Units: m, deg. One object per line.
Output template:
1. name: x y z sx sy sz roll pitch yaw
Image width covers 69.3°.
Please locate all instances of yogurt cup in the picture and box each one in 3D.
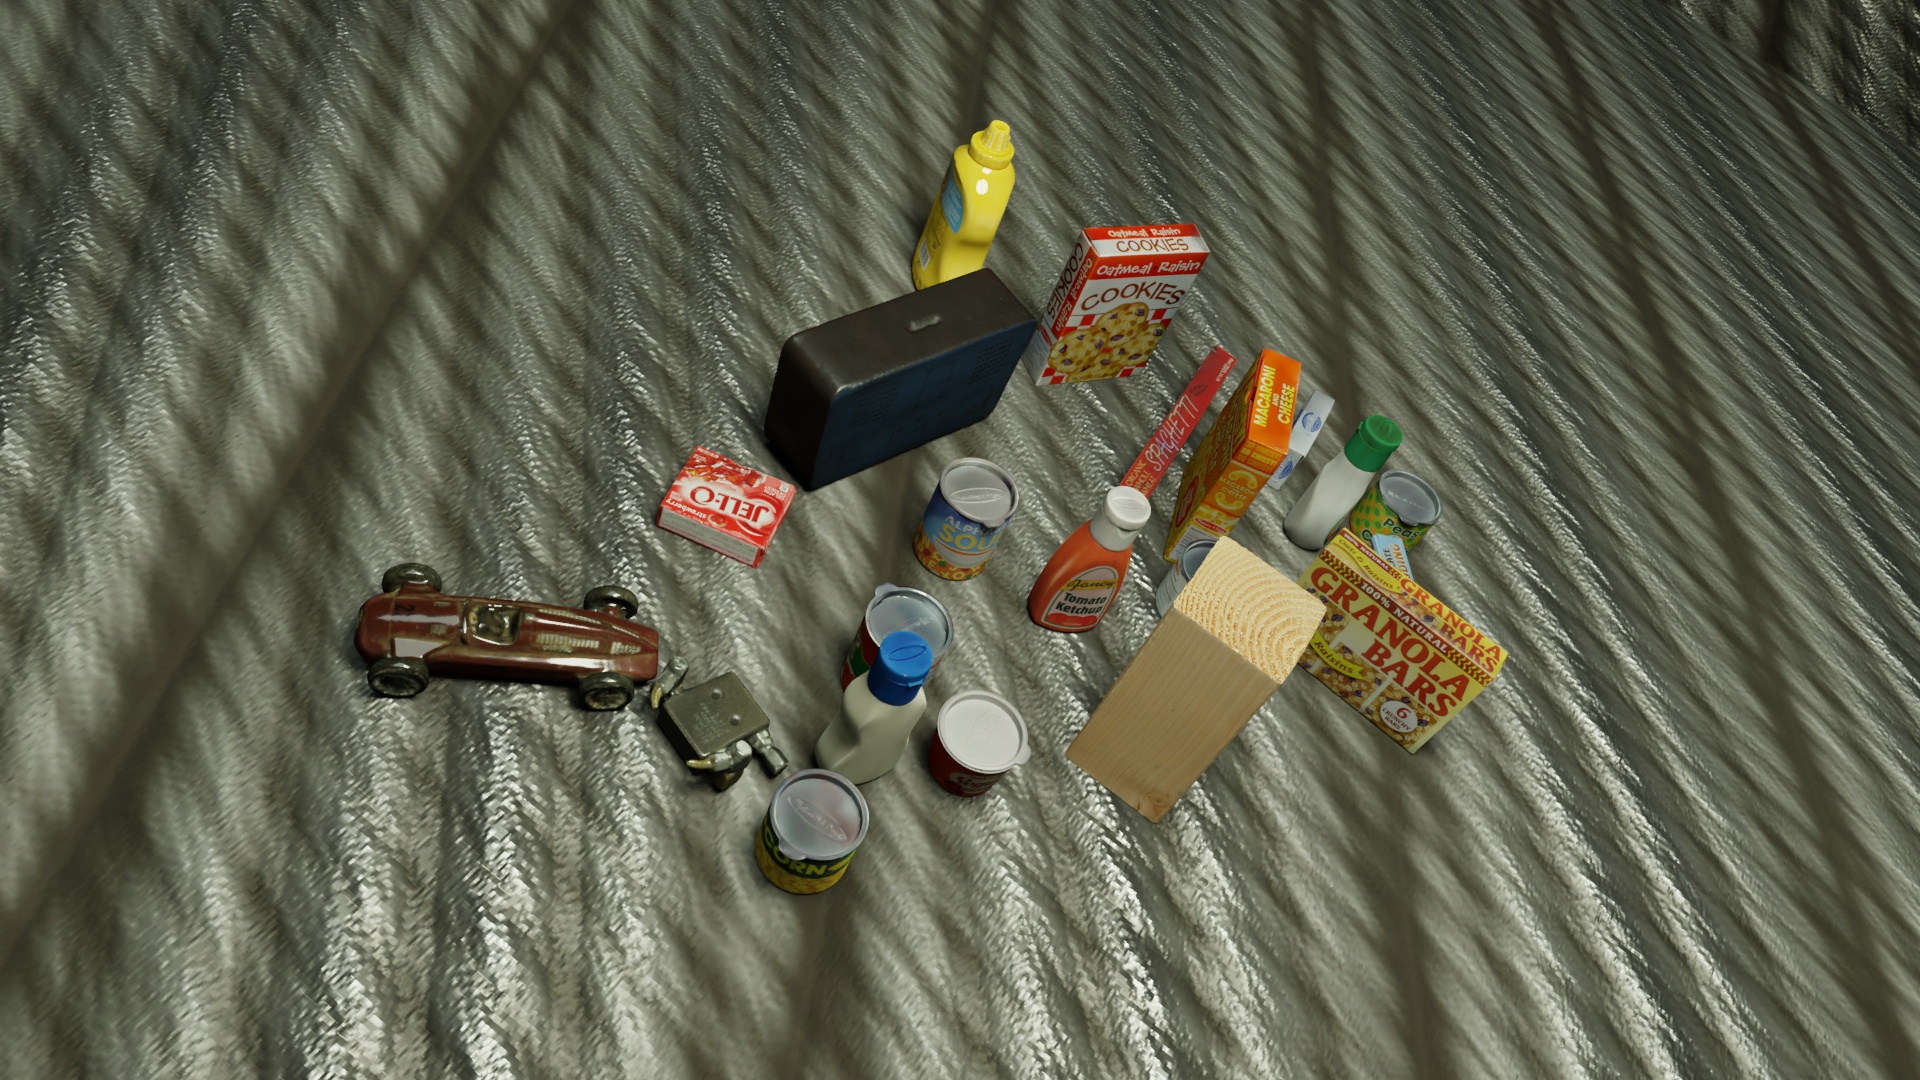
1. yogurt cup: 0.009 0.152 1.018 0.072 0.053 0.073 11 49 -13

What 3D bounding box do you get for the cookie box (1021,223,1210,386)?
1. cookie box: 0.143 -0.220 1.300 0.123 0.166 0.040 -9 56 -27

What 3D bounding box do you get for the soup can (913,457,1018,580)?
1. soup can: 0.004 -0.014 1.132 0.071 0.083 0.072 11 49 -13

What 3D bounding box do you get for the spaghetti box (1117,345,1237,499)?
1. spaghetti box: 0.197 -0.097 1.299 0.029 0.050 0.251 32 48 6

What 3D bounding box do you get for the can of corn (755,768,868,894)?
1. can of corn: -0.102 0.198 0.933 0.071 0.058 0.071 11 49 -13

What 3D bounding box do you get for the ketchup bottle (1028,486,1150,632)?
1. ketchup bottle: 0.106 0.016 1.104 0.065 0.148 0.044 6 51 -17

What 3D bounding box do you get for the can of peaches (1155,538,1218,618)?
1. can of peaches: 0.209 0.043 1.183 0.071 0.057 0.071 11 49 -13

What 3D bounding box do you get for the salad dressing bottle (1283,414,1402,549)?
1. salad dressing bottle: 0.345 -0.052 1.254 0.044 0.146 0.064 32 48 6

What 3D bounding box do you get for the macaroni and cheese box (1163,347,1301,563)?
1. macaroni and cheese box: 0.236 -0.068 1.212 0.040 0.165 0.124 23 48 -3

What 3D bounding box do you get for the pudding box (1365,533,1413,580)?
1. pudding box: 0.385 0.041 1.260 0.030 0.049 0.084 9 50 -14

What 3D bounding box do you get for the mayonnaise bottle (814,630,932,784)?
1. mayonnaise bottle: -0.056 0.117 0.958 0.065 0.147 0.041 -13 58 -30

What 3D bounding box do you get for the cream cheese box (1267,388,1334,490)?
1. cream cheese box: 0.327 -0.098 1.349 0.024 0.053 0.104 33 48 6

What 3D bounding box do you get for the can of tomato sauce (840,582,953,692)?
1. can of tomato sauce: -0.050 0.083 1.032 0.071 0.082 0.071 11 49 -13

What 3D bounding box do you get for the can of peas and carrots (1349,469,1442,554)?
1. can of peas and carrots: 0.412 -0.023 1.317 0.071 0.058 0.071 11 49 -13

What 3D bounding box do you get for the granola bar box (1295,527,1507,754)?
1. granola bar box: 0.349 0.084 1.160 0.166 0.123 0.039 40 49 13
